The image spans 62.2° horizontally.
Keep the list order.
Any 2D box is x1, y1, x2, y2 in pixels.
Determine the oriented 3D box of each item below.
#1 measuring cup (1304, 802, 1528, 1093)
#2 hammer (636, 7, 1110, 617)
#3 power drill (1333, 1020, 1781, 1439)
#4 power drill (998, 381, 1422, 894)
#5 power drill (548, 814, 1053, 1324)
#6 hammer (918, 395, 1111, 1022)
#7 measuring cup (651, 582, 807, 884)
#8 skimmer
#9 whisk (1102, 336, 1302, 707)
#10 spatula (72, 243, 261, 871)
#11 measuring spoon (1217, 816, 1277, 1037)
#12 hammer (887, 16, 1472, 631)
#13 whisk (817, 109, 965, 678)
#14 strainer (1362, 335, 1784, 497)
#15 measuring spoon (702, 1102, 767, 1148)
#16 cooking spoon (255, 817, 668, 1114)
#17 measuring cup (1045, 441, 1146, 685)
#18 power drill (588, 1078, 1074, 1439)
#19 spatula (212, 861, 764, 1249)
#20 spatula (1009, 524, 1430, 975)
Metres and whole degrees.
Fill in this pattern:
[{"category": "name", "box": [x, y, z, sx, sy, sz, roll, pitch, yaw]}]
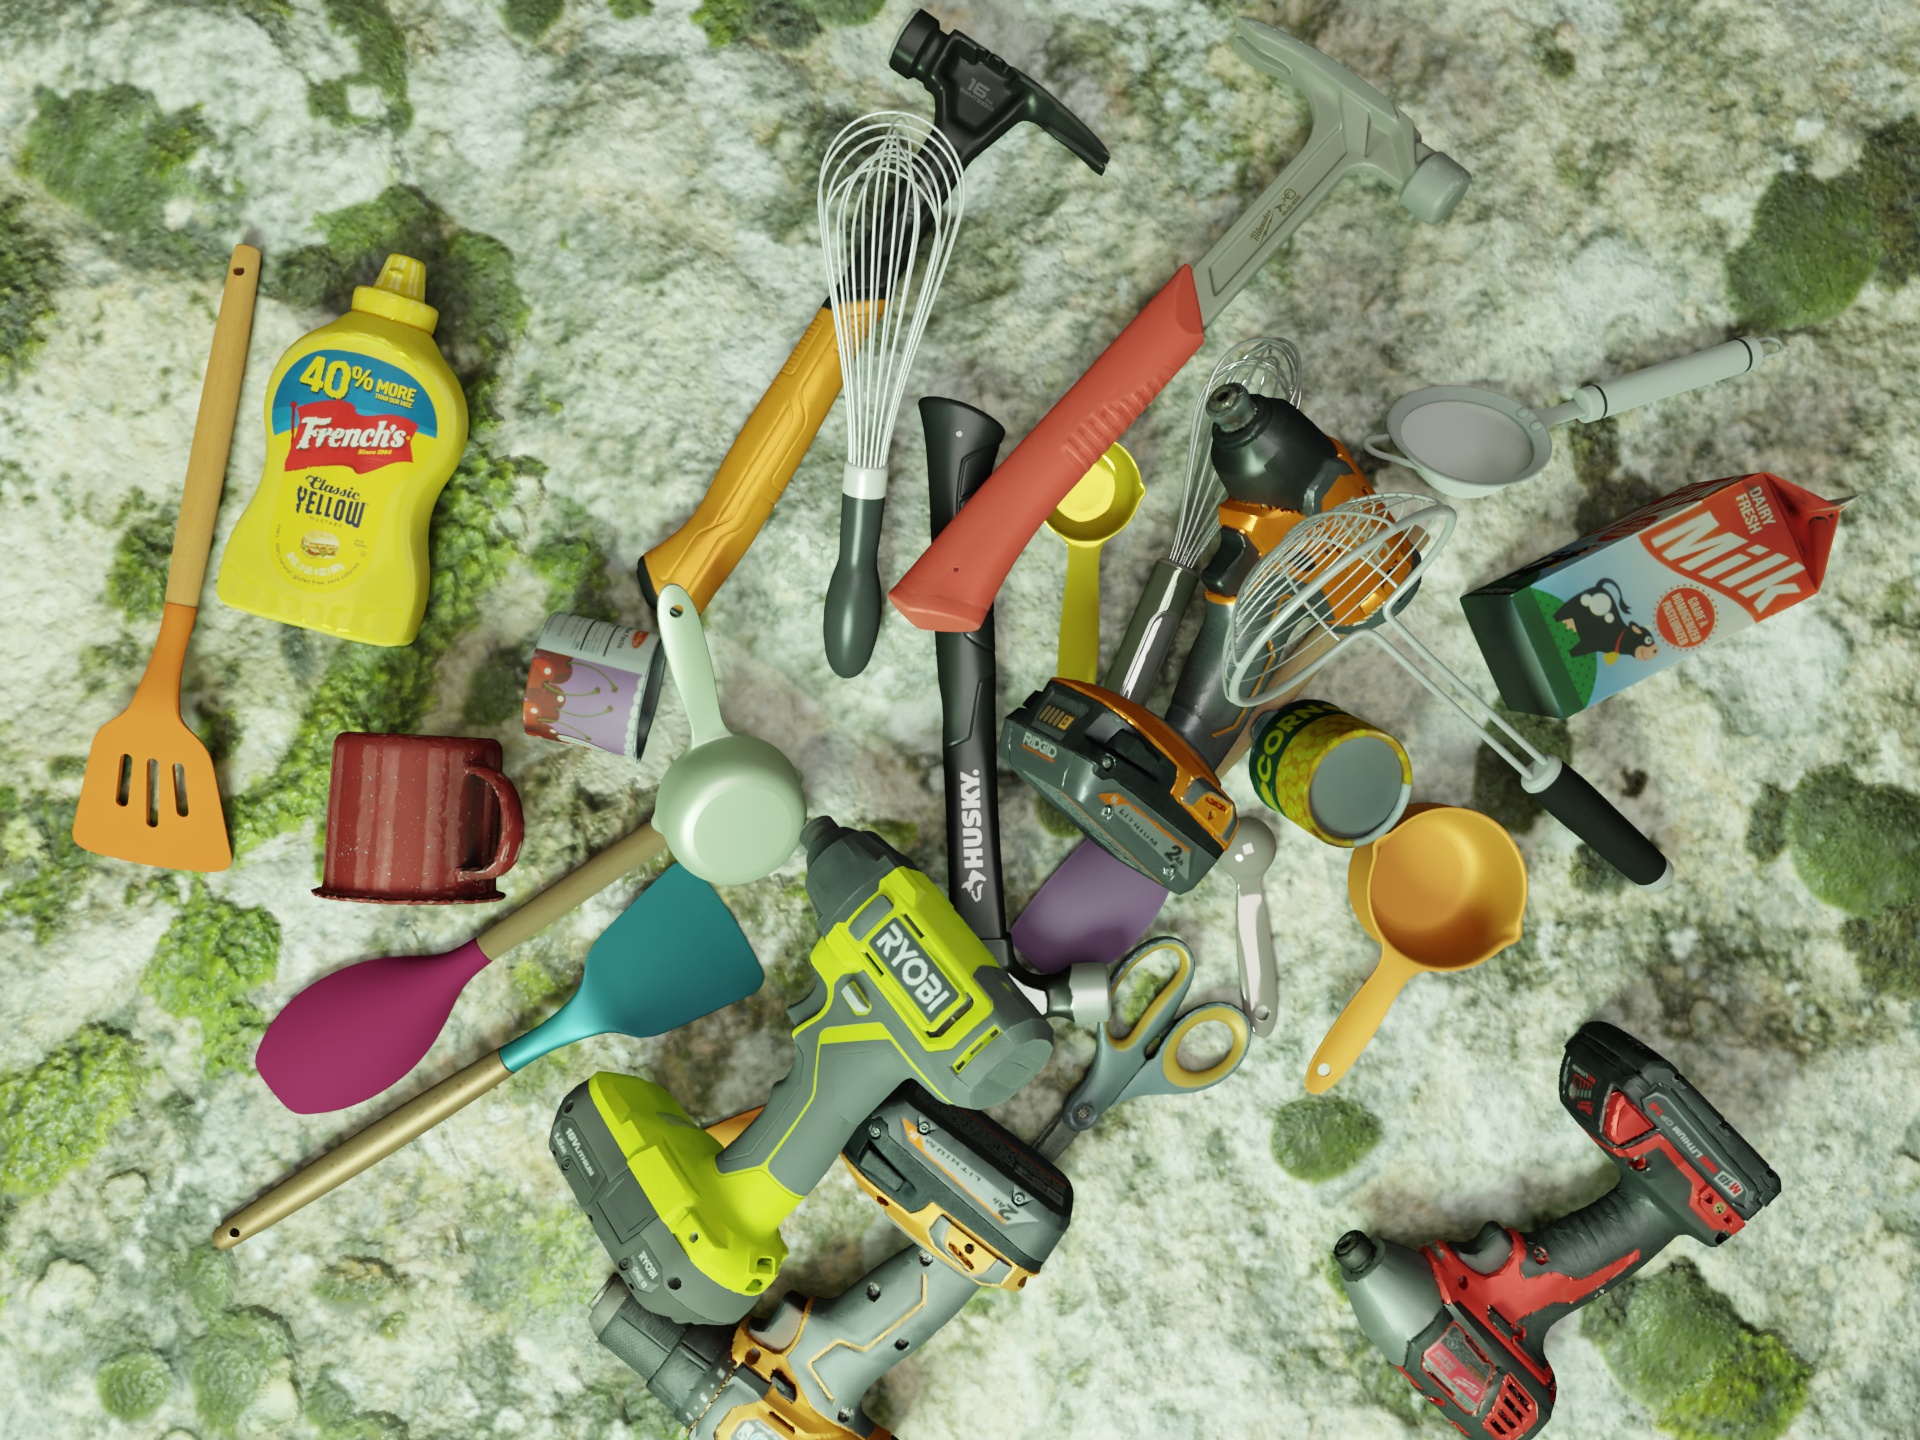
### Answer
[{"category": "measuring cup", "box": [0.231, 0.123, 0.861, 0.095, 0.052, 0.173, 33, 92, -6]}, {"category": "hammer", "box": [-0.059, -0.193, 0.828, 0.127, 0.034, 0.337, 32, 91, -4]}, {"category": "power drill", "box": [0.315, 0.277, 0.866, 0.219, 0.078, 0.143, -45, 95, 2]}, {"category": "power drill", "box": [0.122, -0.046, 0.785, 0.226, 0.084, 0.164, -53, 128, -7]}, {"category": "power drill", "box": [-0.085, 0.167, 0.780, 0.223, 0.080, 0.171, -44, 59, 3]}, {"category": "hammer", "box": [-0.001, -0.003, 0.840, 0.146, 0.035, 0.335, -3, 92, 1]}, {"category": "measuring cup", "box": [-0.123, 0.011, 0.798, 0.083, 0.038, 0.167, -18, 122, -13]}, {"category": "skimmer", "box": [0.262, 0.013, 0.774, 0.363, 0.090, 0.127, 35, 111, -29]}, {"category": "whisk", "box": [0.120, -0.088, 0.844, 0.057, 0.059, 0.246, 19, 96, -33]}, {"category": "spatula", "box": [-0.392, -0.083, 0.816, 0.081, 0.041, 0.322, 10, 88, -5]}, {"category": "measuring spoon", "box": [0.162, 0.115, 0.871, 0.034, 0.018, 0.124, -7, 95, -4]}, {"category": "hammer", "box": [0.087, -0.191, 0.807, 0.149, 0.036, 0.359, 41, 86, 13]}, {"category": "whisk", "box": [-0.043, -0.151, 0.788, 0.070, 0.070, 0.284, 5, 115, -5]}, {"category": "strainer", "box": [0.332, -0.166, 0.857, 0.258, 0.050, 0.087, -18, 51, -8]}, {"category": "measuring spoon", "box": [-0.109, 0.220, 0.859, 0.117, 0.011, 0.021, -16, 94, -3]}, {"category": "cooking spoon", "box": [-0.230, 0.106, 0.839, 0.319, 0.017, 0.068, -34, 100, -2]}, {"category": "measuring cup", "box": [0.063, -0.076, 0.854, 0.062, 0.029, 0.156, 1, 105, -5]}, {"category": "power drill", "box": [-0.071, 0.292, 0.833, 0.185, 0.084, 0.226, 36, 95, 4]}, {"category": "spatula", "box": [-0.257, 0.191, 0.842, 0.317, 0.044, 0.082, -32, 97, 3]}, {"category": "spatula", "box": [0.147, 0.017, 0.864, 0.059, 0.018, 0.316, 41, 91, -5]}]
